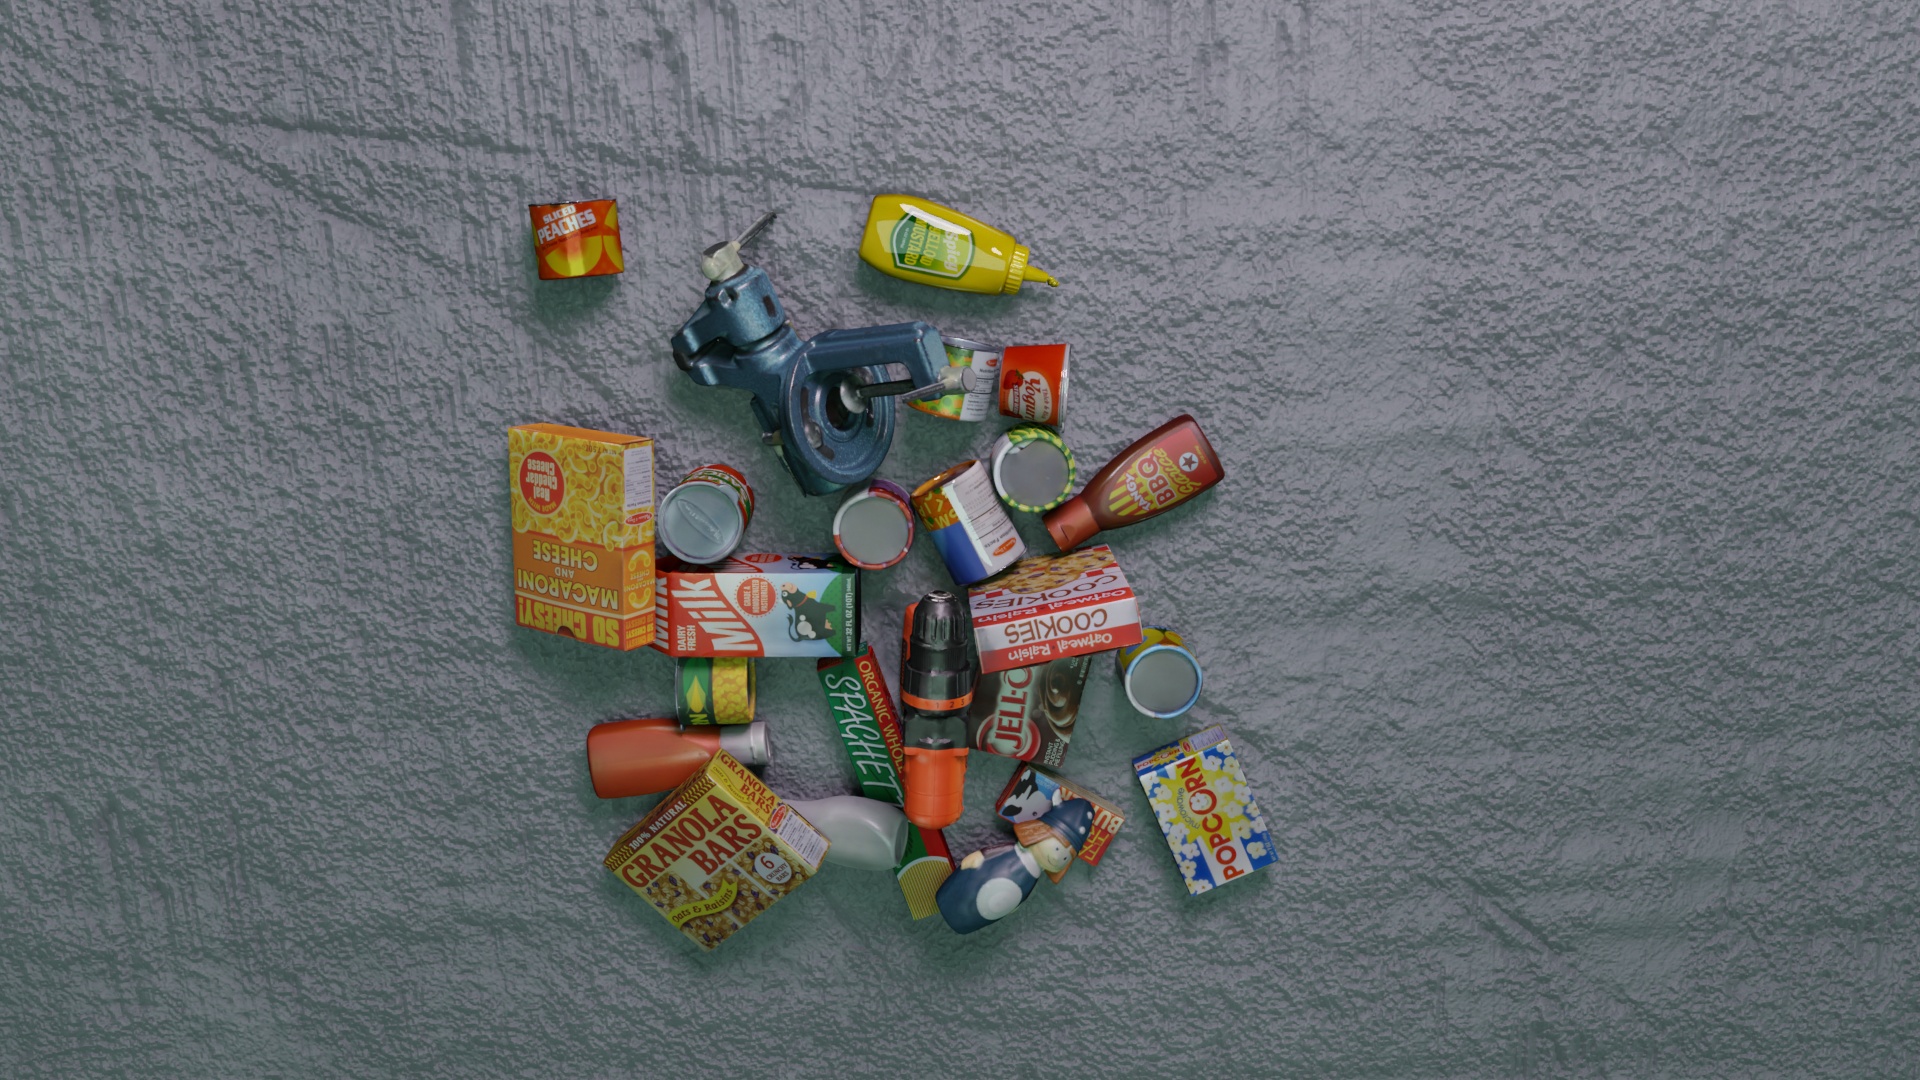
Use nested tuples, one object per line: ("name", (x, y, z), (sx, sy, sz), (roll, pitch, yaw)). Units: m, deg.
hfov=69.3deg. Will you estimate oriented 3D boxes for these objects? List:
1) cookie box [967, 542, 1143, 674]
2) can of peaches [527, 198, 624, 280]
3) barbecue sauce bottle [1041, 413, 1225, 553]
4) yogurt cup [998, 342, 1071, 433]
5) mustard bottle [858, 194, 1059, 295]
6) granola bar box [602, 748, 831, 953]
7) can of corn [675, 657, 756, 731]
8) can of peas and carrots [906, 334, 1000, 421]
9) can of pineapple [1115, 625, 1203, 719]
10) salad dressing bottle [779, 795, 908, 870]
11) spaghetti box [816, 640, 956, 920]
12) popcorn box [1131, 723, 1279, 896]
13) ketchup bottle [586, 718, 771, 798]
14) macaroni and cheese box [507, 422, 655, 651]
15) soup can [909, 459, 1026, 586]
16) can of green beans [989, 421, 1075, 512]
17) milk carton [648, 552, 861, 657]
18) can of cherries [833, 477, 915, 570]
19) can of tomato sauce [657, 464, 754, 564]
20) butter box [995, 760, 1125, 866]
("cookie box", (0.070, 0.052, 1.097), (0.123, 0.168, 0.040), (-12, 104, 1))
("can of peaches", (-0.297, -0.233, 1.072), (0.071, 0.071, 0.058), (-4, 104, -1))
("barbecue sauce bottle", (0.139, -0.042, 1.143), (0.148, 0.044, 0.064), (-30, 103, 5))
("yogurt cup", (0.060, -0.126, 1.112), (0.054, 0.072, 0.072), (5, 103, 5))
("mustard bottle", (0.002, -0.226, 1.094), (0.160, 0.049, 0.065), (14, 104, -5))
("granola bar box", (-0.206, 0.263, 1.168), (0.124, 0.039, 0.165), (44, 122, -9))
("can of corn", (-0.203, 0.122, 1.155), (0.058, 0.071, 0.071), (-1, 103, -2))
("can of peas and carrots", (-0.008, -0.131, 1.108), (0.071, 0.071, 0.058), (11, 103, -4))
("can of pineapple", (0.168, 0.110, 1.169), (0.071, 0.058, 0.070), (0, 102, -2))
("salad dressing bottle", (-0.120, 0.243, 1.179), (0.148, 0.044, 0.064), (7, 122, 14))
("spaghetti box", (-0.059, 0.209, 1.199), (0.050, 0.029, 0.249), (-19, 103, 2))
("popcorn box", (0.213, 0.235, 1.209), (0.085, 0.038, 0.126), (-24, 102, 4))
("ketchup bottle", (-0.238, 0.180, 1.179), (0.149, 0.043, 0.064), (-6, 105, -1))
("macaroni and cheese box", (-0.303, -0.004, 1.110), (0.124, 0.040, 0.166), (9, 104, 29))
("soup can", (0.004, -0.014, 1.134), (0.071, 0.071, 0.083), (-27, 101, 4))
("can of green beans", (0.058, -0.060, 1.128), (0.071, 0.058, 0.071), (0, 103, -2))
("milk carton", (-0.178, 0.052, 1.137), (0.191, 0.073, 0.072), (0, 102, -1))
("can of cherries", (-0.067, -0.013, 1.134), (0.071, 0.058, 0.071), (0, 102, -1))
("can of tomato sauce", (-0.201, -0.024, 1.115), (0.071, 0.083, 0.071), (0, 103, -2))
("butter box", (0.087, 0.237, 1.212), (0.103, 0.024, 0.053), (29, 100, -8))
